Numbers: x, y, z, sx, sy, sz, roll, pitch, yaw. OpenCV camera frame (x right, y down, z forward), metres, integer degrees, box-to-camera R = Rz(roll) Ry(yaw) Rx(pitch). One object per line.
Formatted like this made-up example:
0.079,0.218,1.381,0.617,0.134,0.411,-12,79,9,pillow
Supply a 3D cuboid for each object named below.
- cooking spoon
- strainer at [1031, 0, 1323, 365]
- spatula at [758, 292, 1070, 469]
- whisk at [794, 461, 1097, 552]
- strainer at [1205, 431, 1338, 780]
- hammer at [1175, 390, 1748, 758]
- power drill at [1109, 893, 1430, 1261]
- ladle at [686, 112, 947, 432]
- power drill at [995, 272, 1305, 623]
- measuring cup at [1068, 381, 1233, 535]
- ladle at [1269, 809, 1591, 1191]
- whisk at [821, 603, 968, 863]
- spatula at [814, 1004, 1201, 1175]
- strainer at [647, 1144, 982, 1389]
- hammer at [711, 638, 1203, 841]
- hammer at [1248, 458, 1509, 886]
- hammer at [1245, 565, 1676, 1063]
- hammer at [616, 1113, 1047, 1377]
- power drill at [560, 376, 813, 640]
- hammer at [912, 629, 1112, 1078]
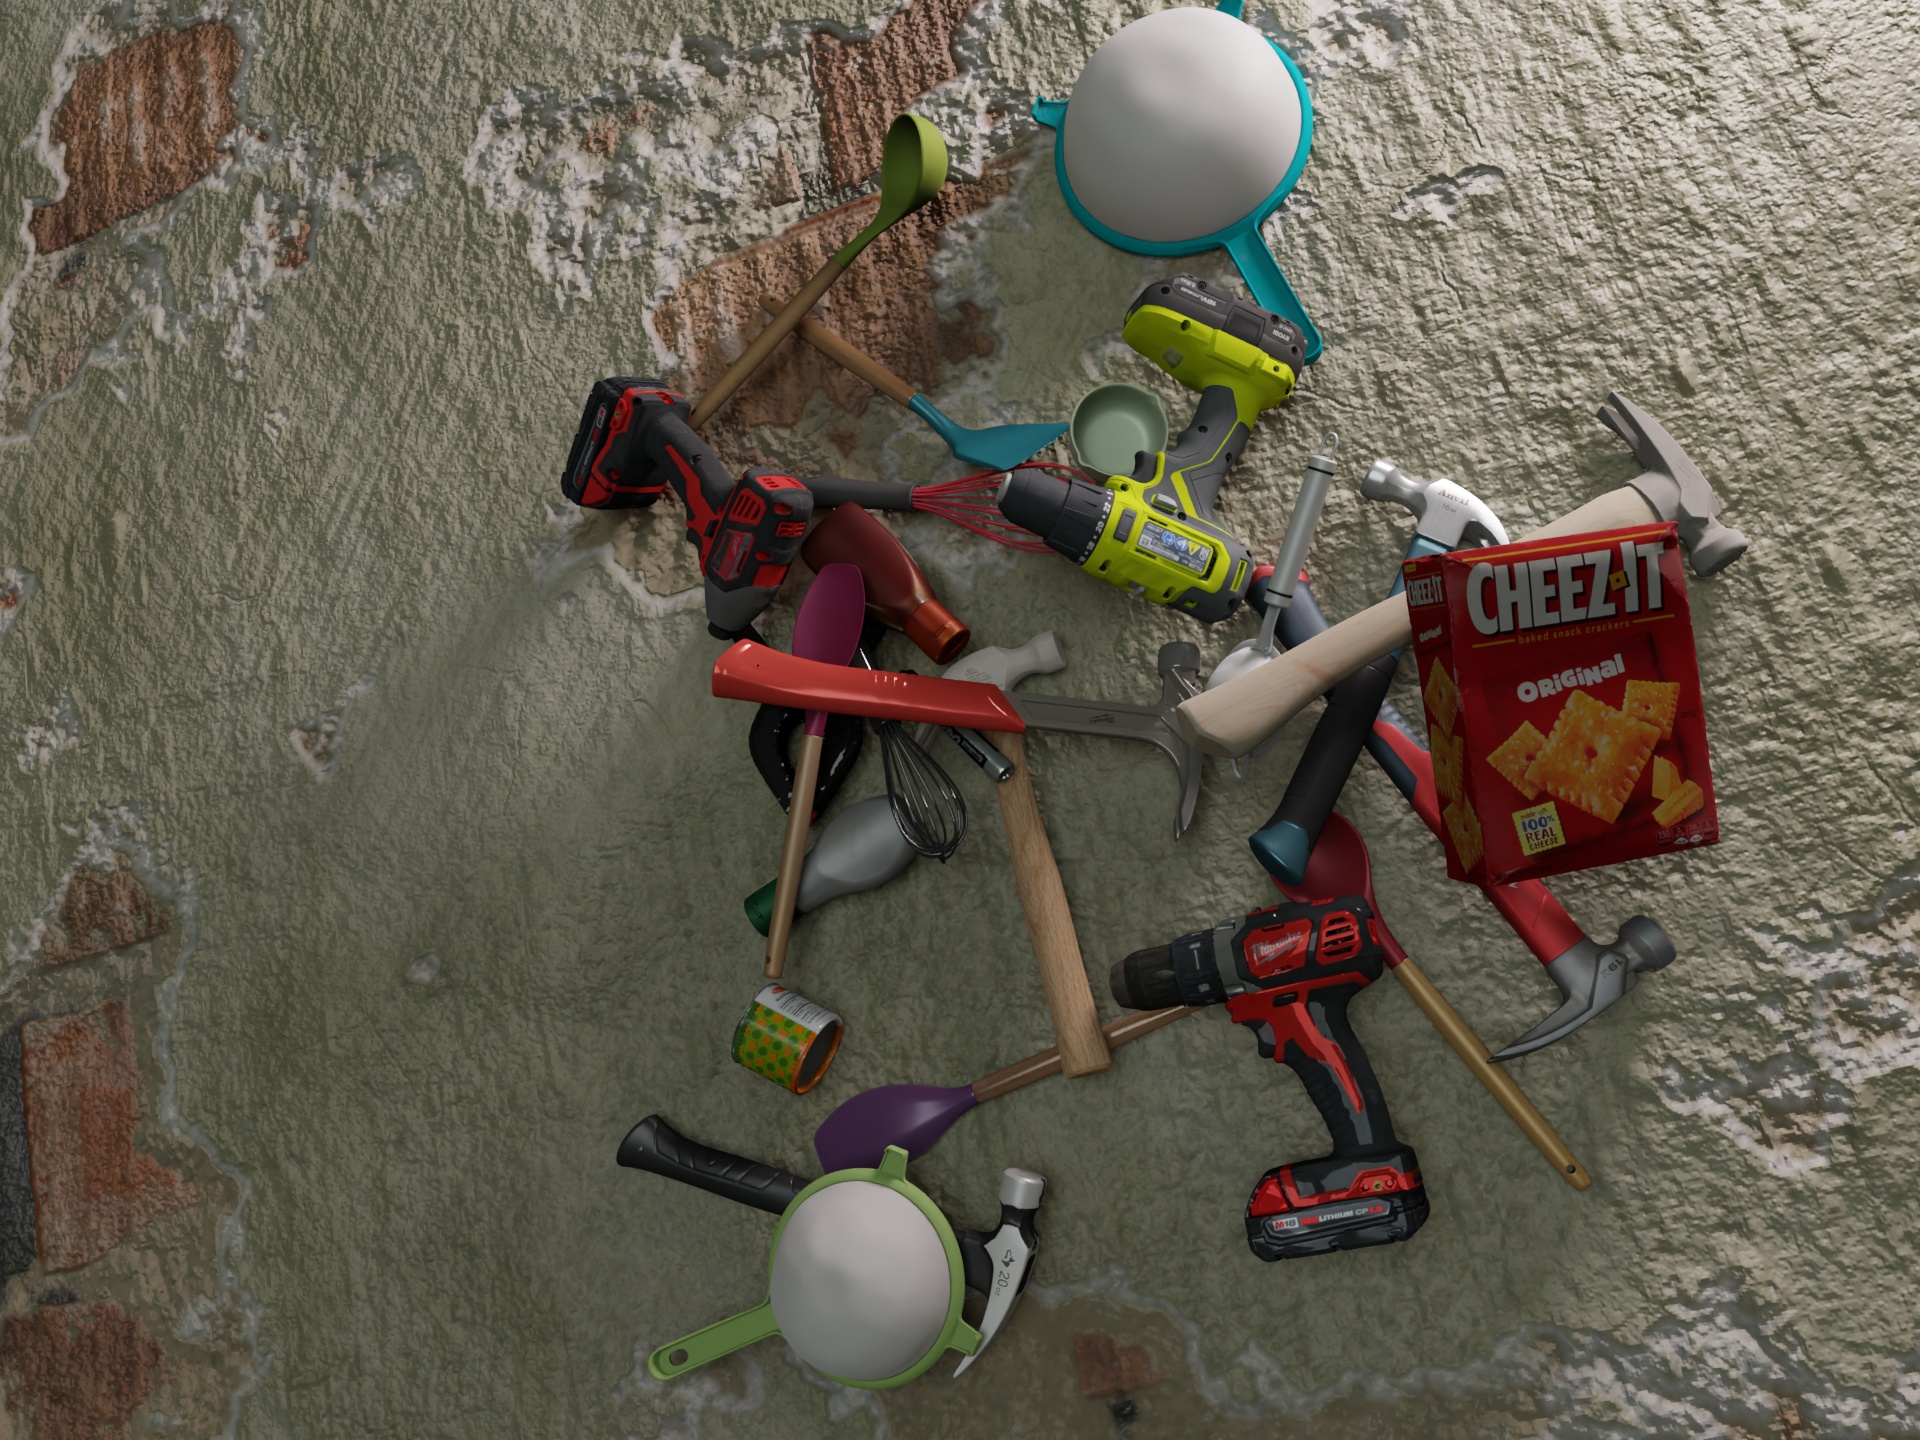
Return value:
-0.116,0.037,1.207,0.069,0.017,0.319,6,85,37,cooking spoon
0.194,-0.430,1.240,0.211,0.095,0.341,-27,70,9,strainer
-0.054,-0.284,1.305,0.318,0.044,0.082,37,56,23,spatula
-0.018,-0.175,1.264,0.296,0.073,0.073,7,79,23,whisk
0.221,-0.080,1.134,0.087,0.050,0.258,35,112,57,strainer
0.328,-0.090,1.090,0.410,0.038,0.146,-25,70,-9,hammer
0.209,0.242,1.078,0.188,0.080,0.227,-15,76,17,power drill
-0.127,-0.367,1.317,0.320,0.062,0.078,-47,40,4,ladle
0.145,-0.205,1.172,0.190,0.080,0.228,23,78,-8,power drill
0.151,-0.187,1.232,0.083,0.038,0.167,-42,87,-9,measuring cup
0.321,0.187,1.094,0.069,0.031,0.316,-39,72,7,ladle
-0.056,0.003,1.202,0.055,0.055,0.239,-30,66,8,whisk
0.034,0.261,1.165,0.316,0.018,0.060,-25,74,11,spatula
-0.123,0.414,1.112,0.256,0.069,0.151,-27,75,13,strainer
-0.002,-0.004,1.161,0.359,0.036,0.149,6,68,-2,hammer
0.284,-0.033,1.109,0.128,0.033,0.331,25,69,15,hammer
0.311,0.049,1.114,0.143,0.038,0.387,-34,69,-5,hammer
-0.107,0.362,1.169,0.335,0.035,0.146,12,88,21,hammer
-0.220,-0.172,1.282,0.220,0.078,0.143,40,119,26,power drill
0.050,0.100,1.181,0.130,0.031,0.332,-19,69,13,hammer
